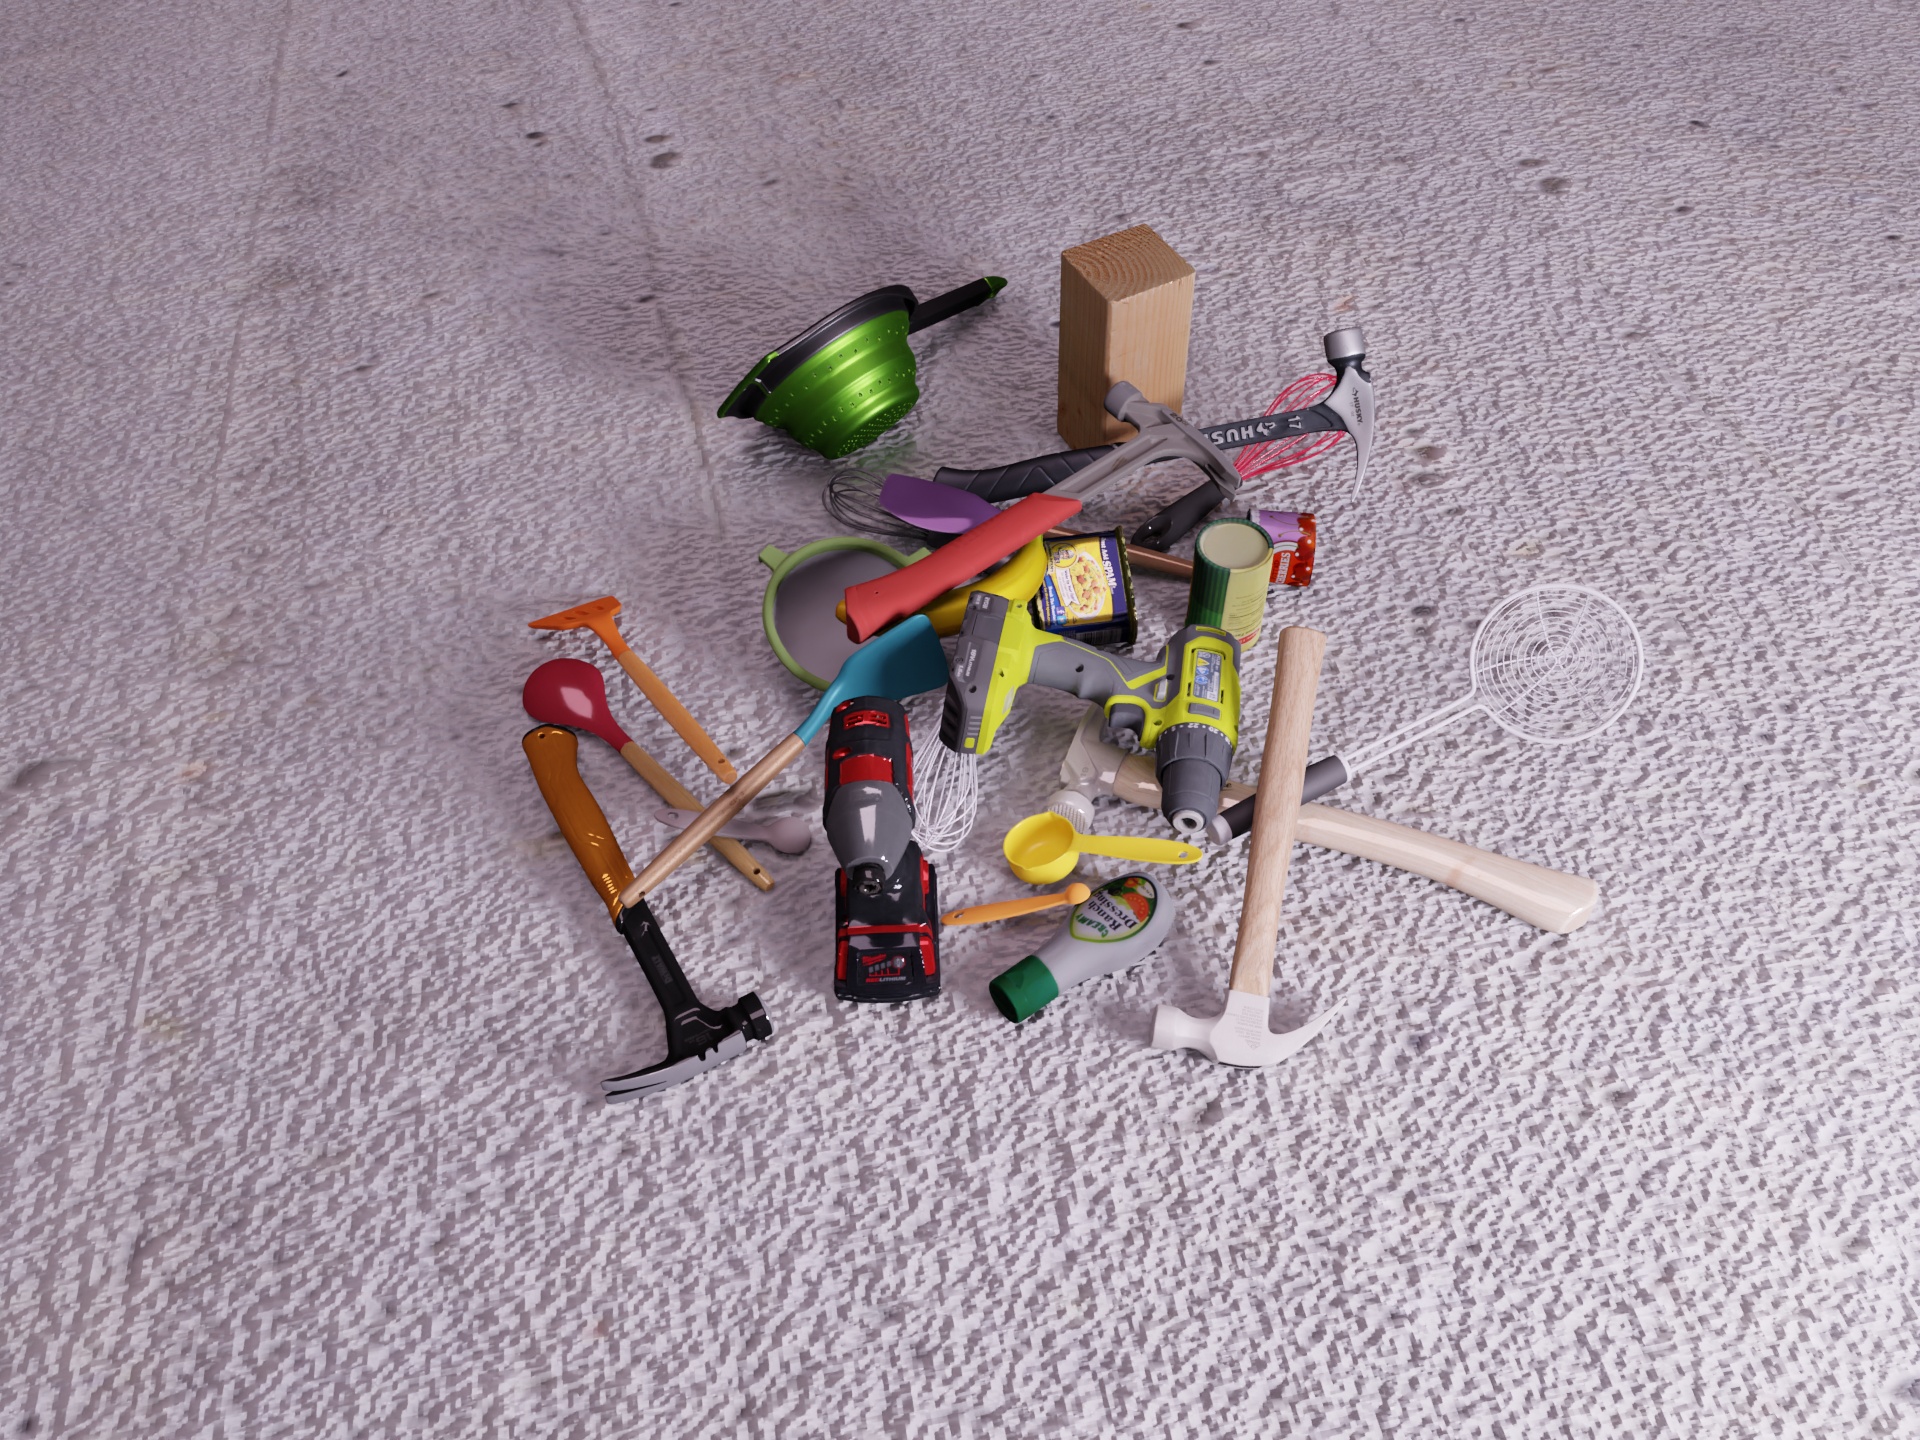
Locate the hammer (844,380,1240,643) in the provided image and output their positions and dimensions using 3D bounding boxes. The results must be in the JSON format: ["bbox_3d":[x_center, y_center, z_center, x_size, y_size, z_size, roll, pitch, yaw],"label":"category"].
[{"bbox_3d":[0.058,-0.158,1.312,0.359,0.036,0.149,-33,63,-22],"label":"hammer"}]

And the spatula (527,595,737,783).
[{"bbox_3d":[-0.261,-0.032,1.302,0.081,0.041,0.323,-23,43,-26],"label":"spatula"}]

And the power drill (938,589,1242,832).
[{"bbox_3d":[0.104,-0.009,1.231,0.228,0.080,0.191,12,47,2],"label":"power drill"}]

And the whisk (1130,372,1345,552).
[{"bbox_3d":[0.268,-0.238,1.485,0.296,0.073,0.073,-38,59,-18],"label":"whisk"}]

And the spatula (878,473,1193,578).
[{"bbox_3d":[0.081,-0.165,1.423,0.316,0.018,0.060,14,52,2],"label":"spatula"}]

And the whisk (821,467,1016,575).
[{"bbox_3d":[-0.022,-0.171,1.447,0.239,0.055,0.055,26,56,16],"label":"whisk"}]

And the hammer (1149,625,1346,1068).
[{"bbox_3d":[0.230,0.088,1.161,0.130,0.031,0.331,11,74,4],"label":"hammer"}]

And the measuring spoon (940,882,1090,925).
[{"bbox_3d":[0.040,0.137,1.190,0.117,0.011,0.021,-12,26,14],"label":"measuring spoon"}]

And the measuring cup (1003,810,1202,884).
[{"bbox_3d":[0.108,0.103,1.202,0.156,0.029,0.062,3,44,24],"label":"measuring cup"}]

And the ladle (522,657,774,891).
[{"bbox_3d":[-0.256,0.039,1.293,0.069,0.031,0.316,-41,62,-20],"label":"ladle"}]

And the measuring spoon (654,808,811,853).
[{"bbox_3d":[-0.176,0.079,1.241,0.124,0.018,0.034,10,40,-10],"label":"measuring spoon"}]

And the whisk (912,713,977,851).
[{"bbox_3d":[-0.001,-0.005,1.302,0.070,0.070,0.285,7,47,8],"label":"whisk"}]

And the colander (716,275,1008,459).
[{"bbox_3d":[-0.058,-0.348,1.558,0.397,0.204,0.094,-36,91,-42],"label":"colander"}]

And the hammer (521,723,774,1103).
[{"bbox_3d":[-0.268,0.130,1.208,0.127,0.034,0.337,-24,55,-18],"label":"hammer"}]

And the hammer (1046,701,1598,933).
[{"bbox_3d":[0.282,0.075,1.239,0.411,0.038,0.146,16,52,14],"label":"hammer"}]

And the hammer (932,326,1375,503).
[{"bbox_3d":[0.167,-0.236,1.431,0.409,0.149,0.036,-10,5,14],"label":"hammer"}]

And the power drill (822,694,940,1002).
[{"bbox_3d":[-0.058,0.102,1.108,0.078,0.219,0.143,-3,51,0],"label":"power drill"}]

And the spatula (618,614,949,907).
[{"bbox_3d":[-0.137,0.035,1.223,0.044,0.082,0.317,30,64,36],"label":"spatula"}]

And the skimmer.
[{"bbox_3d":[0.353,0.007,1.215,0.363,0.090,0.127,-24,88,-17],"label":"skimmer"}]

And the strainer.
[{"bbox_3d":[-0.089,-0.027,1.327,0.151,0.069,0.257,-1,67,-13],"label":"strainer"}]
